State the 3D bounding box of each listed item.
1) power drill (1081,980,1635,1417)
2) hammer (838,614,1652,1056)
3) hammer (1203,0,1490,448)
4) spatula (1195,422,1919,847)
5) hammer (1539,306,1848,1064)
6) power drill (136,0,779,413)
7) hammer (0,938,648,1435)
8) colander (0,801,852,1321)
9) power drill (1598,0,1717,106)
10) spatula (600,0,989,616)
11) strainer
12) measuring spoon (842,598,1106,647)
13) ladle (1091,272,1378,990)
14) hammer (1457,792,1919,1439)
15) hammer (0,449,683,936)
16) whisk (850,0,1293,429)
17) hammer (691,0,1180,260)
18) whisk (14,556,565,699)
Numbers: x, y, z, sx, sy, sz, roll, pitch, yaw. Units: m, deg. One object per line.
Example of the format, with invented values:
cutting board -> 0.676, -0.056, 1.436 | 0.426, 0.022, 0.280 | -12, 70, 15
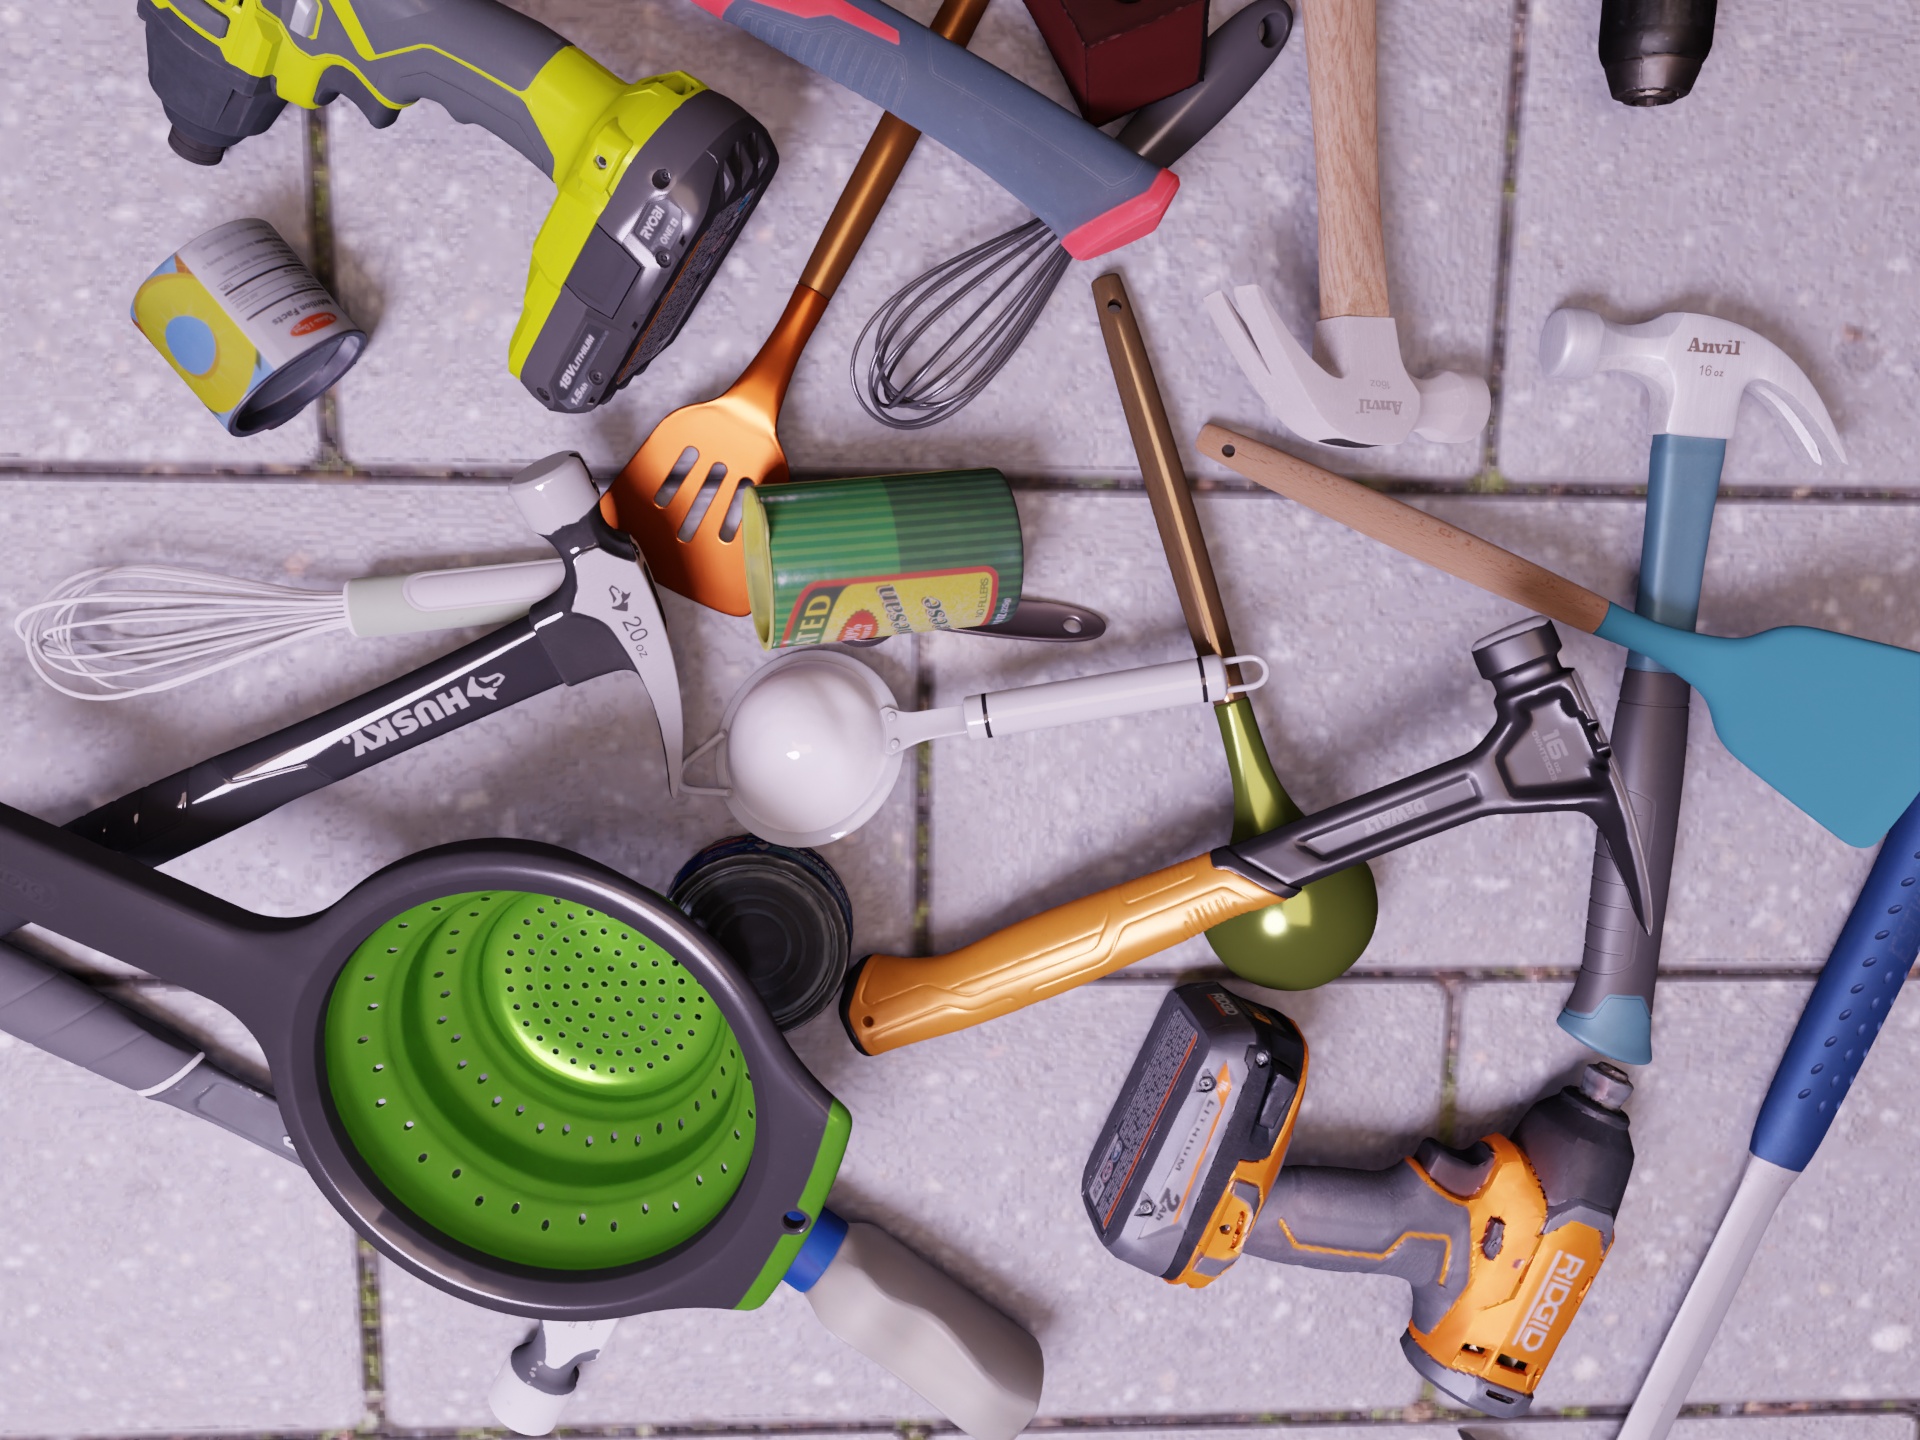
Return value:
power drill -> 0.187, 0.199, 0.707 | 0.226, 0.084, 0.164 | 23, 96, -11
hammer -> 0.102, 0.079, 0.655 | 0.337, 0.034, 0.127 | -23, 87, 18
hammer -> 0.149, -0.276, 0.634 | 0.130, 0.031, 0.331 | -7, 95, -31
spatula -> 0.243, -0.053, 0.658 | 0.317, 0.044, 0.082 | 25, 109, 5
hammer -> 0.304, -0.009, 0.701 | 0.128, 0.033, 0.331 | 3, 99, -3
power drill -> -0.197, -0.228, 0.599 | 0.223, 0.080, 0.171 | 38, 128, -7
hammer -> -0.323, 0.159, 0.693 | 0.409, 0.036, 0.149 | 30, 95, -7
colander -> -0.231, 0.094, 0.632 | 0.397, 0.094, 0.204 | 25, 111, -2
power drill -> 0.362, -0.341, 0.631 | 0.226, 0.080, 0.188 | 2, 99, -1
spatula -> -0.050, -0.198, 0.657 | 0.081, 0.041, 0.322 | 28, 93, -9
strainer -> -0.001, -0.002, 0.661 | 0.258, 0.050, 0.087 | -9, 73, 6
measuring spoon -> 0.001, -0.041, 0.688 | 0.124, 0.018, 0.034 | 3, 57, -9
ladle -> 0.108, -0.035, 0.688 | 0.078, 0.062, 0.320 | -17, 93, 5
hammer -> 0.369, 0.213, 0.739 | 0.144, 0.035, 0.405 | 21, 97, -6
hammer -> -0.272, 0.023, 0.648 | 0.335, 0.035, 0.146 | -24, 118, 0
whisk -> 0.047, -0.210, 0.650 | 0.239, 0.055, 0.055 | -45, 99, 0
hammer -> -0.082, -0.302, 0.607 | 0.386, 0.038, 0.143 | 29, 95, 0
whisk -> -0.259, -0.046, 0.658 | 0.246, 0.059, 0.058 | -7, 69, -6
